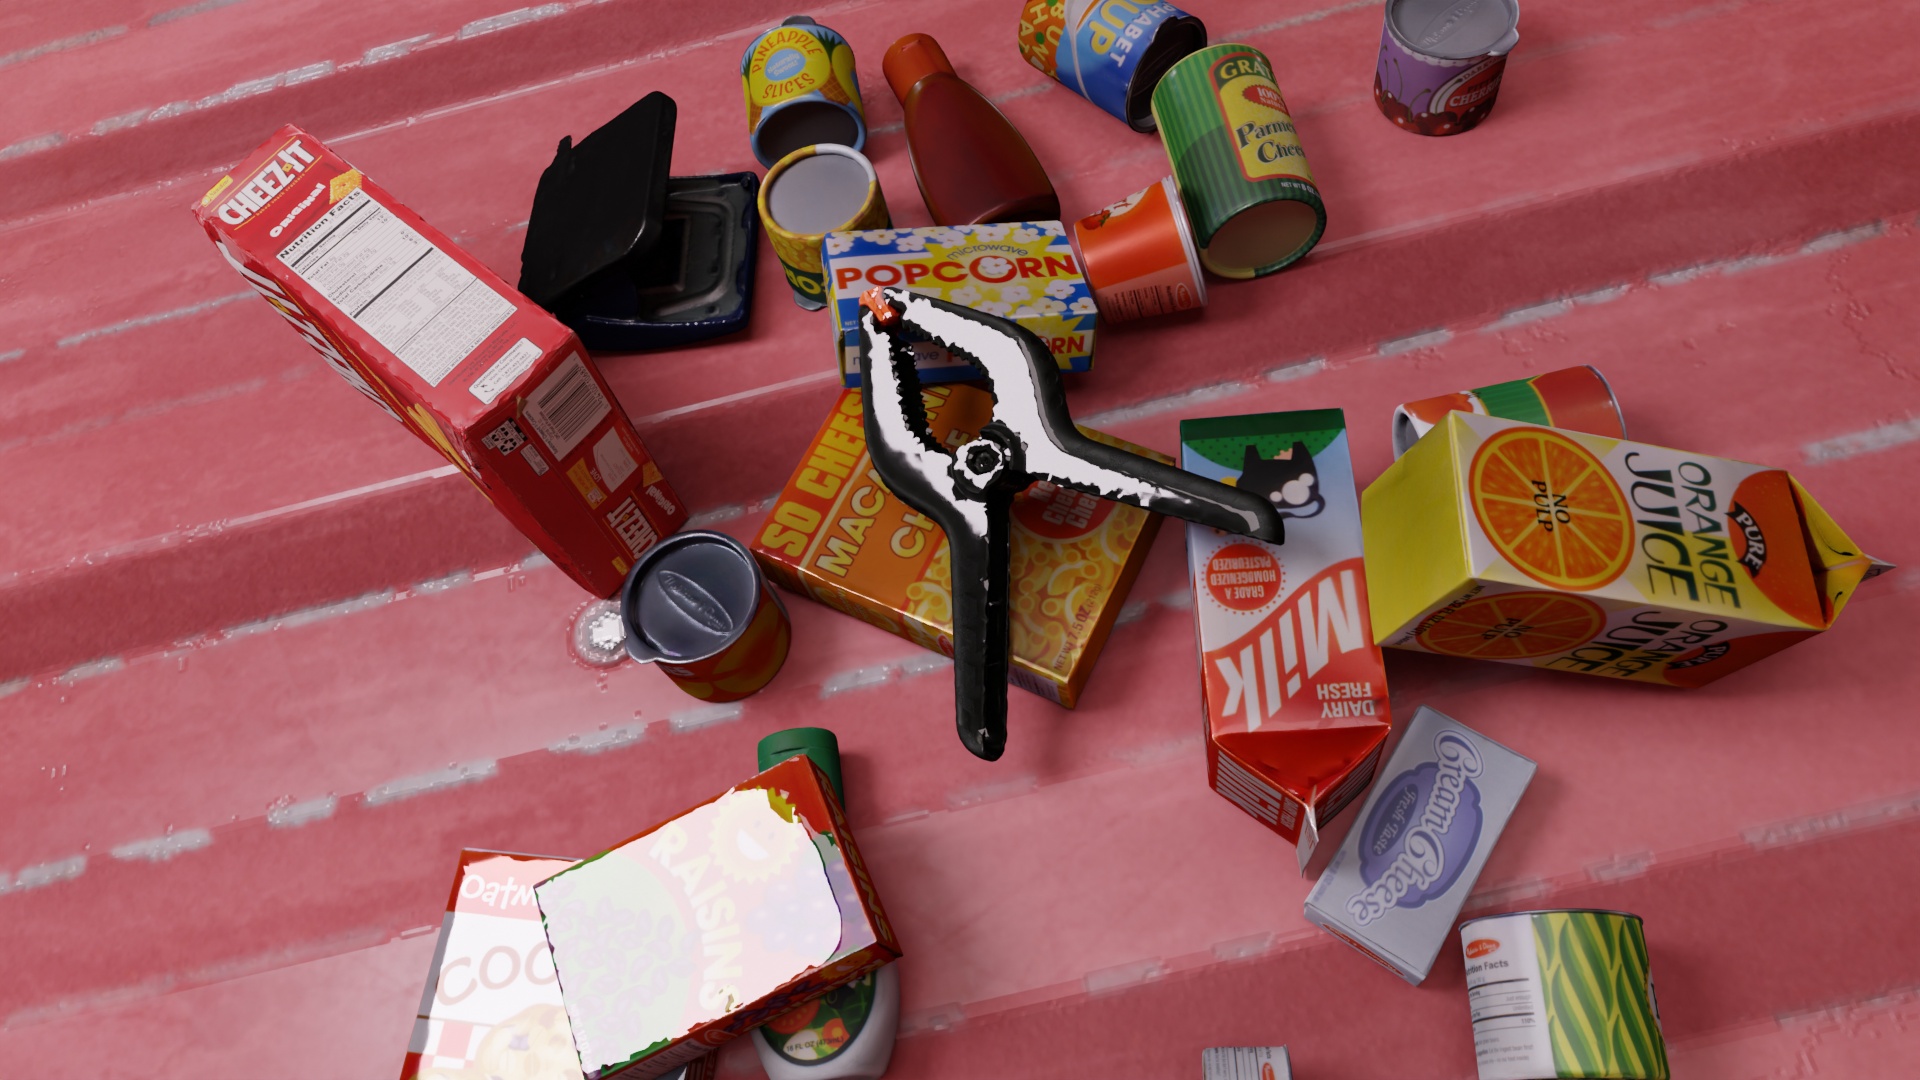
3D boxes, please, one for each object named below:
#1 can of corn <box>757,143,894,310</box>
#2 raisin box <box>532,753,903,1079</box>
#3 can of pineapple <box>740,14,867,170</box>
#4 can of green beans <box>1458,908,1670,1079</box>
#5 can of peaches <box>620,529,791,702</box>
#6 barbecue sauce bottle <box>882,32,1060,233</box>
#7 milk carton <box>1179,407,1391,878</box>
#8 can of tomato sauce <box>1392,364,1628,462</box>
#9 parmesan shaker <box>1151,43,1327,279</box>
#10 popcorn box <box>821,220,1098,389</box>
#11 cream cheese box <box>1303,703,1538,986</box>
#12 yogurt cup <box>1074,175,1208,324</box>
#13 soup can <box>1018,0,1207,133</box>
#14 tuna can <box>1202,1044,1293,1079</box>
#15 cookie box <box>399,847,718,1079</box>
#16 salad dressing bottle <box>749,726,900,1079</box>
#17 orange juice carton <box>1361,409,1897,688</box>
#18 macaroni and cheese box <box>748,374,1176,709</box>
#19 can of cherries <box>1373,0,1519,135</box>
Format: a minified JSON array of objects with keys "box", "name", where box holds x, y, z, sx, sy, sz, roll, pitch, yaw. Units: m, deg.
[{"box":[-0.072,-0.167,0.746,0.071,0.058,0.071,-4,63,8],"name":"can of corn"},{"box":[-0.097,0.152,0.554,0.123,0.040,0.086,-26,61,-1],"name":"raisin box"},{"box":[-0.089,-0.248,0.782,0.071,0.070,0.058,-13,63,3],"name":"can of pineapple"},{"box":[0.226,0.173,0.522,0.071,0.071,0.058,-3,64,8],"name":"can of green beans"},{"box":[-0.120,0.038,0.653,0.071,0.058,0.071,-4,64,8],"name":"can of peaches"},{"box":[-0.001,-0.221,0.769,0.065,0.043,0.149,-24,62,-3],"name":"barbecue sauce bottle"},{"box":[0.138,0.043,0.598,0.073,0.072,0.191,-4,64,7],"name":"milk carton"},{"box":[0.244,-0.039,0.625,0.083,0.071,0.071,-12,63,5],"name":"can of tomato sauce"},{"box":[0.145,-0.195,0.720,0.071,0.071,0.103,-13,63,3],"name":"parmesan shaker"},{"box":[-0.002,-0.119,0.694,0.127,0.038,0.085,-5,44,-9],"name":"popcorn box"},{"box":[0.190,0.124,0.576,0.053,0.024,0.104,29,72,21],"name":"cream cheese box"},{"box":[0.091,-0.143,0.704,0.054,0.072,0.072,-17,62,10],"name":"yogurt cup"},{"box":[0.083,-0.277,0.766,0.084,0.071,0.071,40,76,24],"name":"soup can"},{"box":[0.109,0.226,0.518,0.033,0.071,0.071,-4,64,9],"name":"tuna can"},{"box":[-0.167,0.219,0.582,0.123,0.040,0.168,3,66,11],"name":"cookie box"},{"box":[-0.063,0.155,0.593,0.064,0.043,0.148,-13,62,5],"name":"salad dressing bottle"},{"box":[0.266,0.010,0.556,0.193,0.071,0.073,8,63,-11],"name":"orange juice carton"},{"box":[0.002,-0.008,0.664,0.166,0.040,0.124,21,68,18],"name":"macaroni and cheese box"},{"box":[0.257,-0.256,0.734,0.071,0.058,0.072,-4,63,7],"name":"can of cherries"}]
